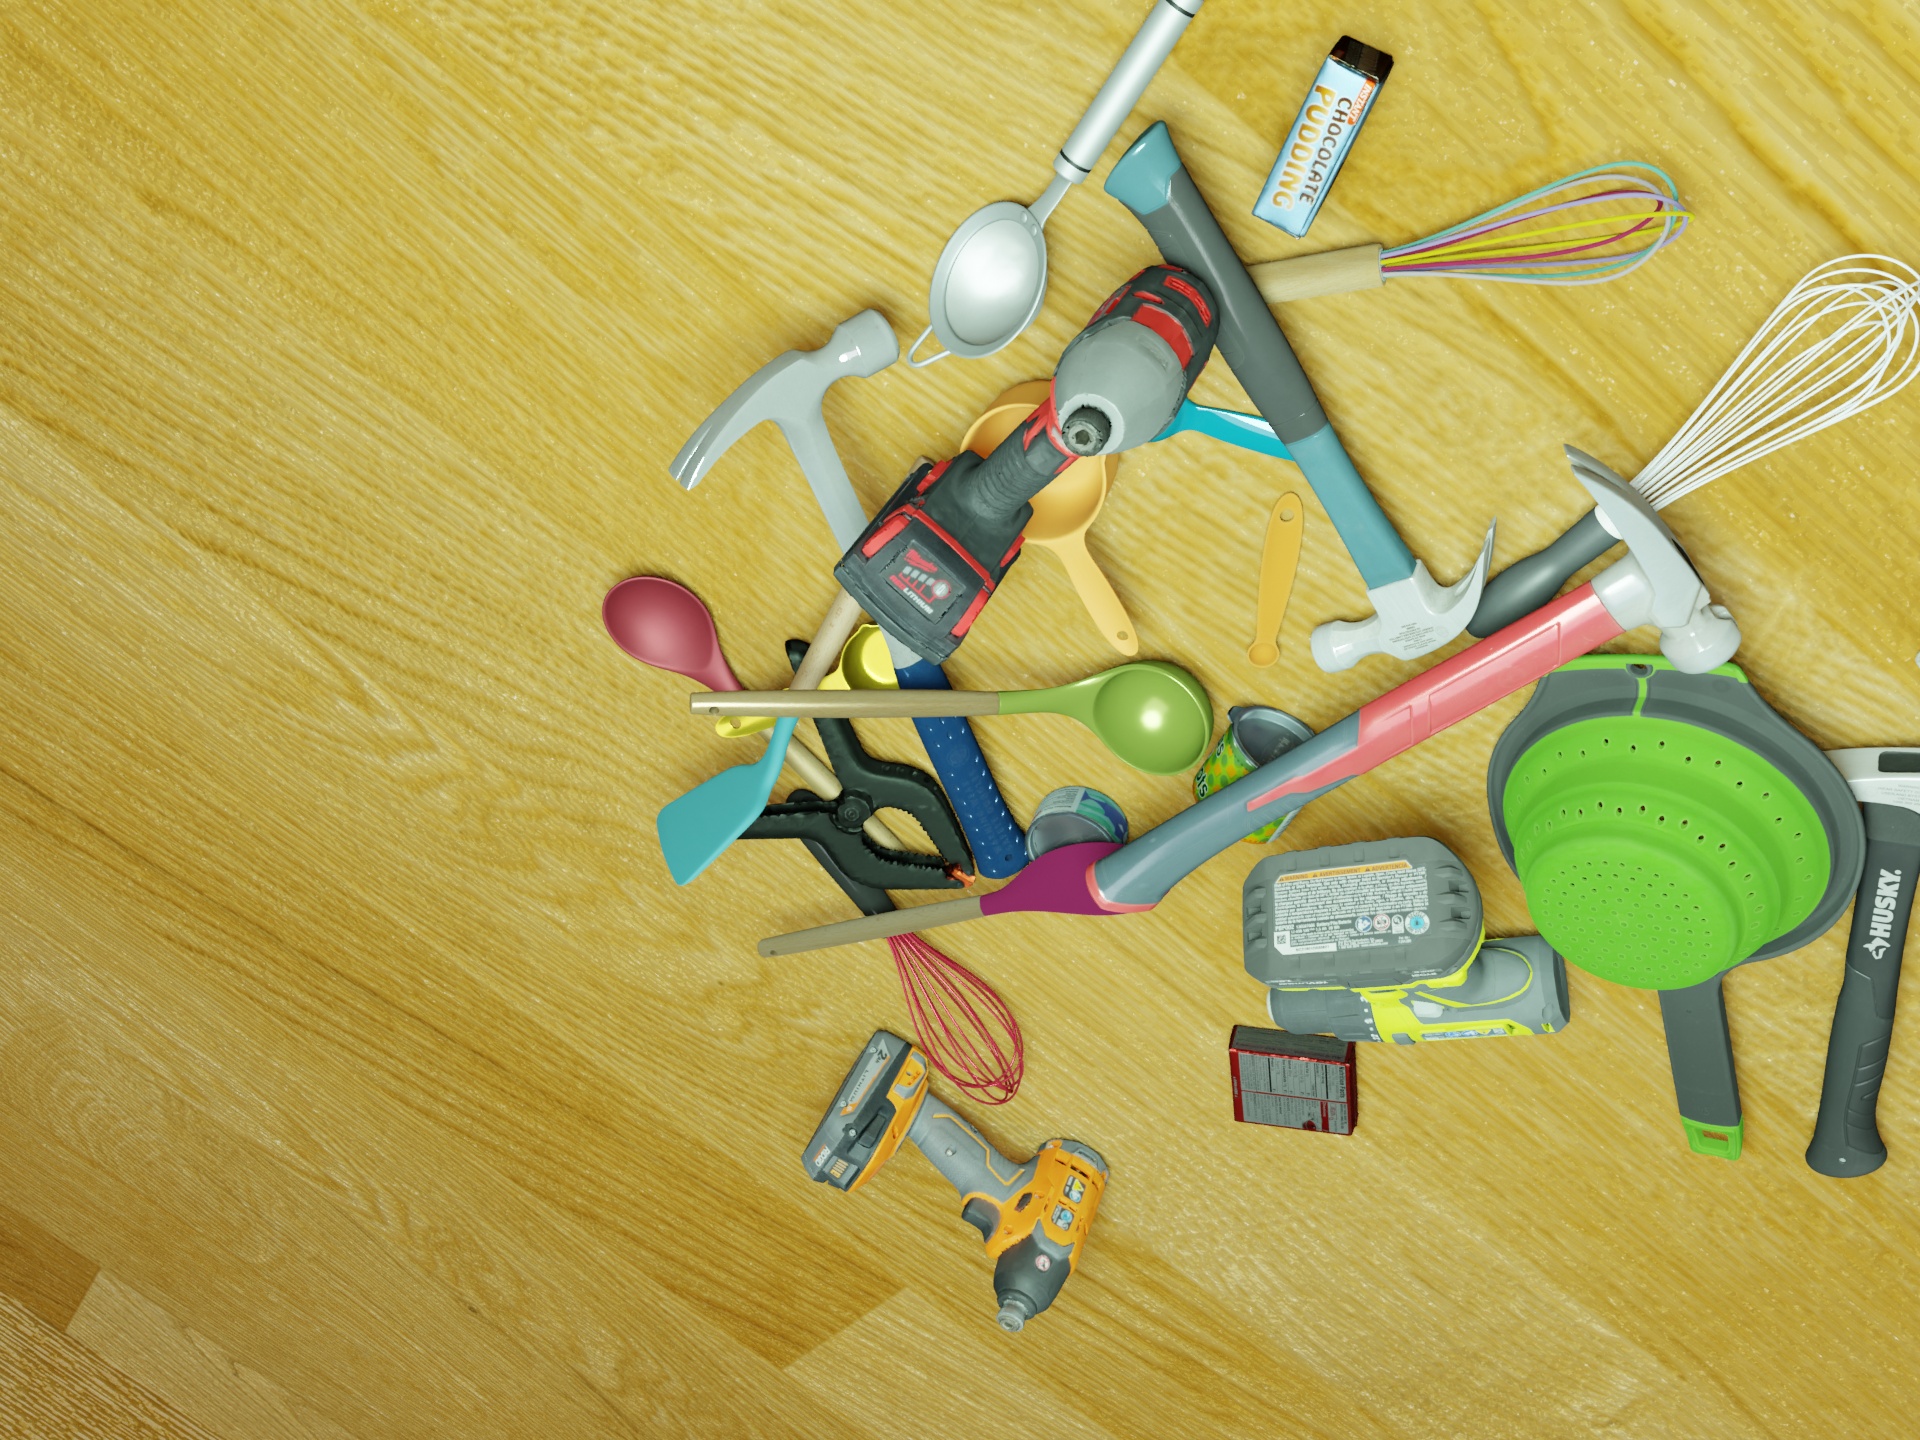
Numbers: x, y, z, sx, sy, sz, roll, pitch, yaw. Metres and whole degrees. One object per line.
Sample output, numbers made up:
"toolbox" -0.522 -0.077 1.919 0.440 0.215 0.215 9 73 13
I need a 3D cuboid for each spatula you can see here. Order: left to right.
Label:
"spatula" -0.104 -0.033 1.016 0.044 0.082 0.317 18 114 -31

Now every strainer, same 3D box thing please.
"strainer" 0.056 -0.281 0.830 0.258 0.050 0.087 -51 52 34

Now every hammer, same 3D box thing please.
"hammer" -0.040 -0.045 0.990 0.144 0.035 0.405 -32 128 -10
"hammer" 0.175 -0.164 0.844 0.128 0.033 0.330 -16 121 42
"hammer" 0.215 0.002 0.887 0.386 0.038 0.143 -33 116 30
"hammer" 0.535 0.155 0.946 0.146 0.035 0.334 8 129 28

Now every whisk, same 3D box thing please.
"whisk" -0.039 0.170 1.184 0.073 0.073 0.295 -25 107 34
"whisk" 0.232 -0.233 0.793 0.245 0.047 0.051 -2 124 27
"whisk" 0.364 -0.126 0.812 0.070 0.070 0.284 37 134 -7

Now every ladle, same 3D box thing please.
"ladle" -0.127 0.013 1.125 0.069 0.031 0.315 -37 107 23
"ladle" -0.002 -0.003 0.963 0.320 0.062 0.078 0 128 -12

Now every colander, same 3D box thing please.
"colander" 0.413 0.148 0.932 0.204 0.094 0.396 4 129 39

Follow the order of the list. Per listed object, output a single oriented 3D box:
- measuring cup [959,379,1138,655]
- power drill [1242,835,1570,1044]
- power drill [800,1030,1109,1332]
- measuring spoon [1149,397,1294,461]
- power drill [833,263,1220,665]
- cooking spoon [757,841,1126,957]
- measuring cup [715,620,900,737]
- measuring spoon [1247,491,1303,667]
"measuring cup" 0.068 -0.119 0.935 0.095 0.052 0.173 -17 118 31
"power drill" 0.258 0.150 0.985 0.190 0.080 0.228 -10 153 27
"power drill" -0.005 0.361 1.239 0.226 0.164 0.084 32 130 1
"measuring spoon" 0.146 -0.162 0.890 0.128 0.021 0.042 17 129 11
"power drill" 0.035 -0.129 0.813 0.078 0.143 0.219 42 132 -9
"cooking spoon" -0.006 0.135 1.114 0.319 0.017 0.068 -14 124 24
"measuring cup" -0.093 -0.023 1.061 0.156 0.029 0.062 -20 106 17
"measuring spoon" 0.186 -0.083 0.941 0.021 0.011 0.116 4 123 2
